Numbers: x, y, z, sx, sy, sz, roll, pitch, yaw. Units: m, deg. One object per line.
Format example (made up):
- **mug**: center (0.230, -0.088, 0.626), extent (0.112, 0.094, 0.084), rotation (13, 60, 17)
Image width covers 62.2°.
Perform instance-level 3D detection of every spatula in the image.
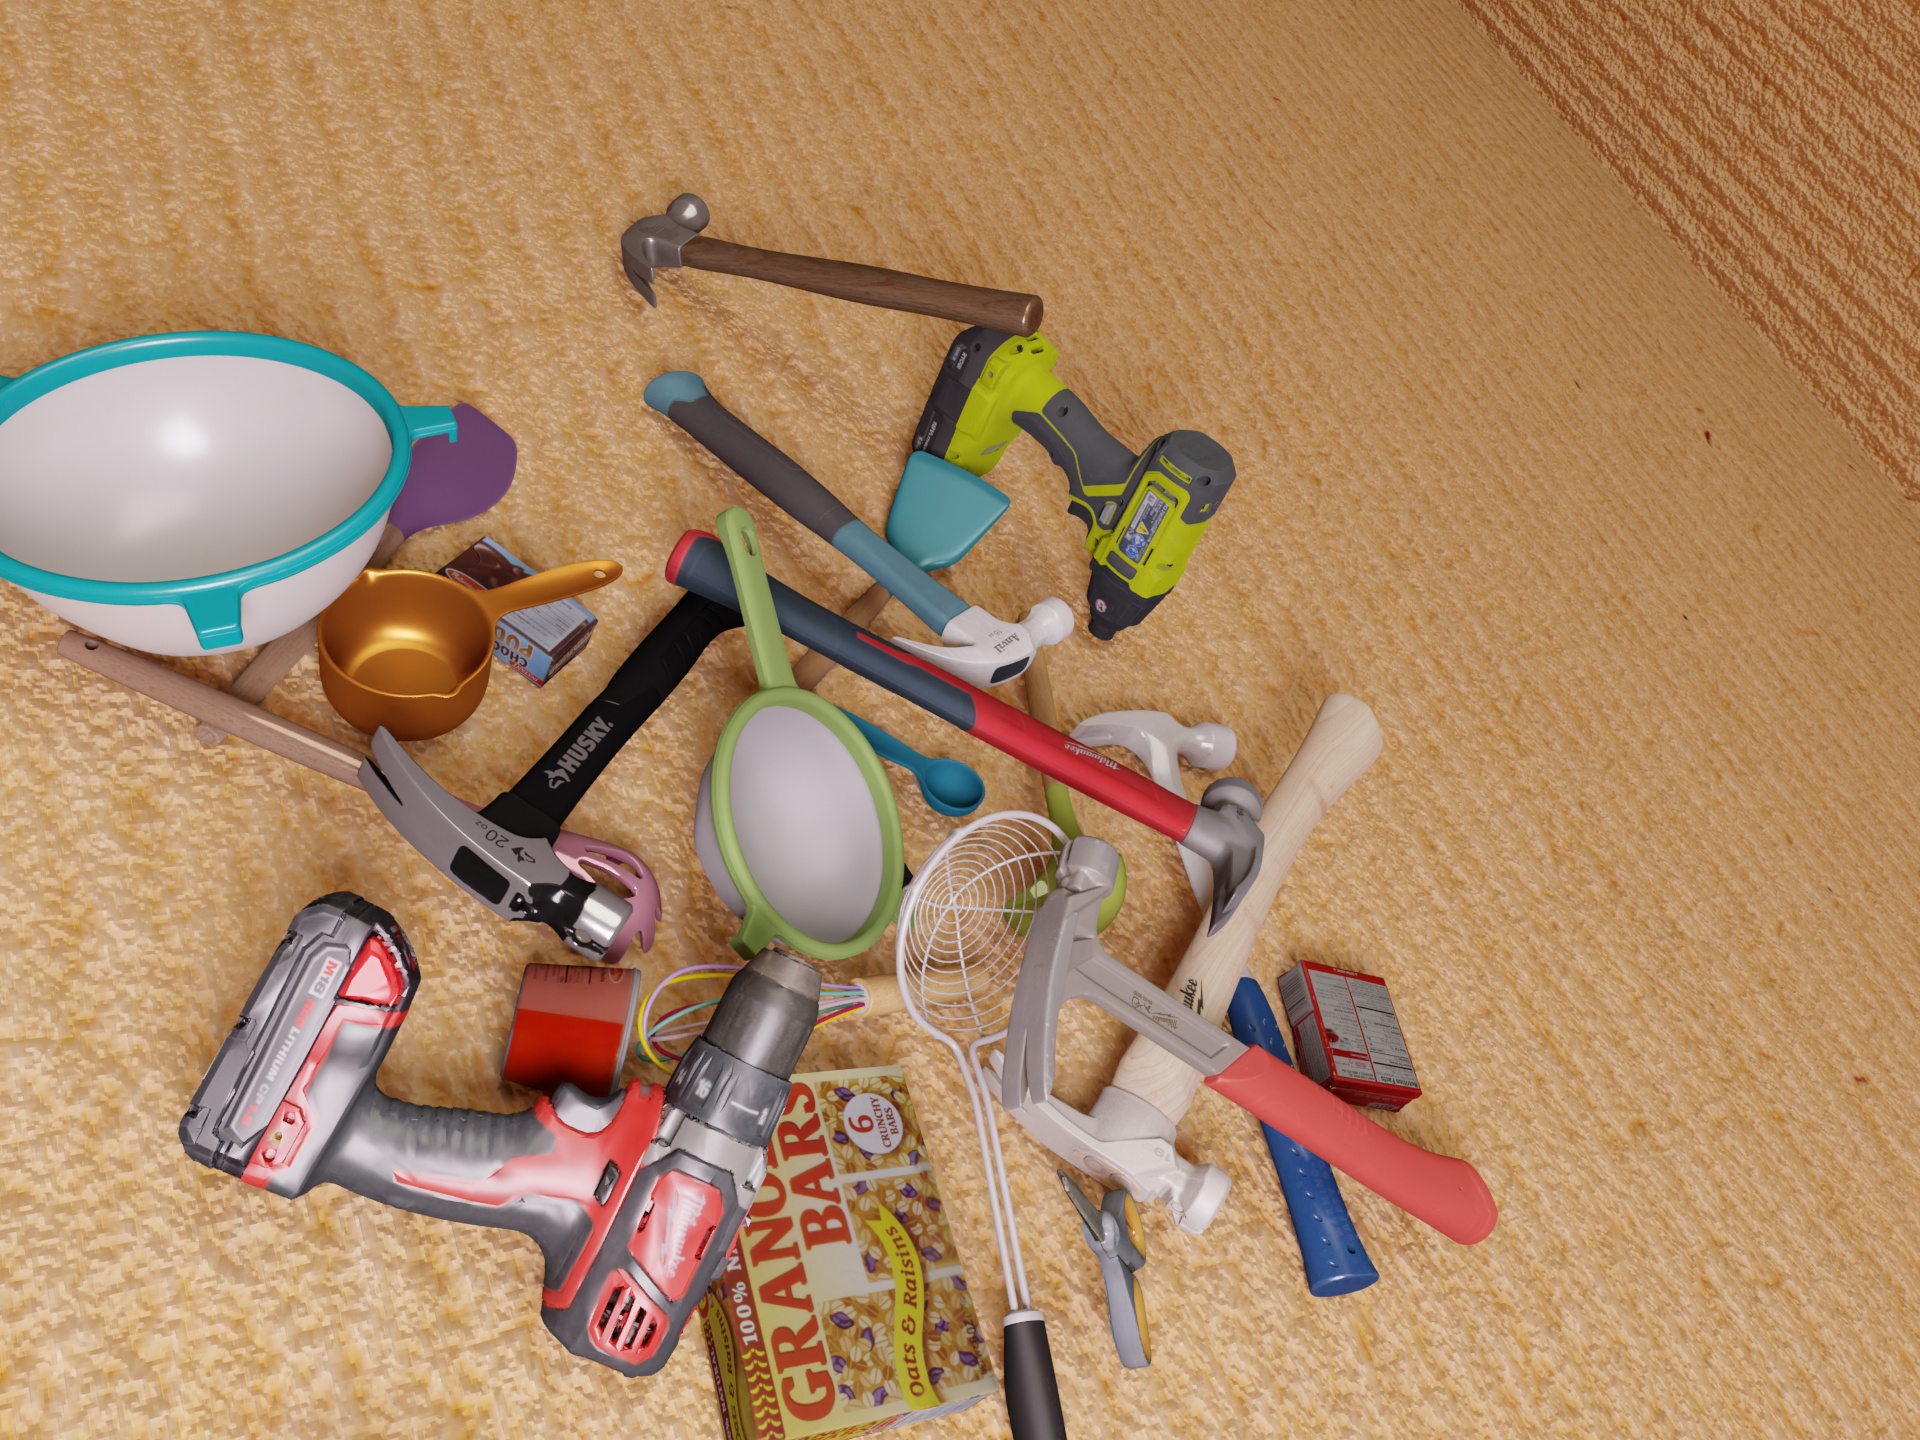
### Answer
- **spatula**: center (-0.332, -0.090, 0.899), extent (0.059, 0.018, 0.316), rotation (39, 39, -16)
- **spatula**: center (-0.064, -0.081, 1.059), extent (0.082, 0.044, 0.318), rotation (29, 42, 6)

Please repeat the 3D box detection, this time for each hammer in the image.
- **hammer**: center (0.168, 0.157, 1.007), extent (0.144, 0.035, 0.406), rotation (9, 48, -29)
- **hammer**: center (0.170, 0.211, 0.861), extent (0.358, 0.036, 0.149), rotation (36, 51, -25)
- **hammer**: center (-0.001, -0.003, 0.926), extent (0.386, 0.038, 0.143), rotation (28, 26, 1)
- **hammer**: center (0.165, 0.111, 0.985), extent (0.146, 0.038, 0.411), rotation (32, 50, 7)
- **hammer**: center (-0.190, -0.010, 0.871), extent (0.146, 0.035, 0.335), rotation (33, 31, -5)
- **hammer**: center (-0.100, -0.323, 1.160), extent (0.331, 0.031, 0.130), rotation (16, 44, 18)
- **hammer**: center (-0.085, -0.133, 1.062), extent (0.331, 0.033, 0.128), rotation (40, 48, 17)

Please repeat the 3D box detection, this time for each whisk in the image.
- **whisk**: center (-0.068, 0.151, 0.825), extent (0.244, 0.051, 0.047), rotation (2, 34, -49)

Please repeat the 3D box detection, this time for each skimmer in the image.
- **skimmer**: center (0.038, 0.224, 0.781), extent (0.127, 0.090, 0.364), rotation (16, 52, -40)

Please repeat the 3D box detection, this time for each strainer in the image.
- **strainer**: center (-0.441, -0.120, 0.809), extent (0.340, 0.095, 0.211), rotation (18, 46, 10)
- **strainer**: center (-0.114, 0.012, 0.877), extent (0.151, 0.069, 0.256), rotation (0, 72, -57)

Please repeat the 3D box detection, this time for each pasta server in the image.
- **pasta server**: center (-0.290, 0.034, 0.793), extent (0.316, 0.040, 0.060), rotation (26, 42, -13)

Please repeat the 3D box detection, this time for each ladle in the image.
- **ladle**: center (0.053, 0.020, 1.025), extent (0.062, 0.078, 0.320), rotation (53, 20, -36)

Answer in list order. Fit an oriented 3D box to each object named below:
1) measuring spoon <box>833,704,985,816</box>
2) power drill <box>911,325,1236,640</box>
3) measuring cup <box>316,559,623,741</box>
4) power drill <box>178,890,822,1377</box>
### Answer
- **measuring spoon**: center (-0.045, 0.025, 1.000), extent (0.128, 0.021, 0.042), rotation (29, 41, 5)
- **power drill**: center (0.076, -0.177, 1.166), extent (0.223, 0.171, 0.080), rotation (43, 40, 19)
- **measuring cup**: center (-0.262, -0.045, 0.865), extent (0.173, 0.052, 0.095), rotation (-24, 64, -37)
- **power drill**: center (-0.183, 0.151, 0.680), extent (0.226, 0.080, 0.188), rotation (28, 79, -10)
